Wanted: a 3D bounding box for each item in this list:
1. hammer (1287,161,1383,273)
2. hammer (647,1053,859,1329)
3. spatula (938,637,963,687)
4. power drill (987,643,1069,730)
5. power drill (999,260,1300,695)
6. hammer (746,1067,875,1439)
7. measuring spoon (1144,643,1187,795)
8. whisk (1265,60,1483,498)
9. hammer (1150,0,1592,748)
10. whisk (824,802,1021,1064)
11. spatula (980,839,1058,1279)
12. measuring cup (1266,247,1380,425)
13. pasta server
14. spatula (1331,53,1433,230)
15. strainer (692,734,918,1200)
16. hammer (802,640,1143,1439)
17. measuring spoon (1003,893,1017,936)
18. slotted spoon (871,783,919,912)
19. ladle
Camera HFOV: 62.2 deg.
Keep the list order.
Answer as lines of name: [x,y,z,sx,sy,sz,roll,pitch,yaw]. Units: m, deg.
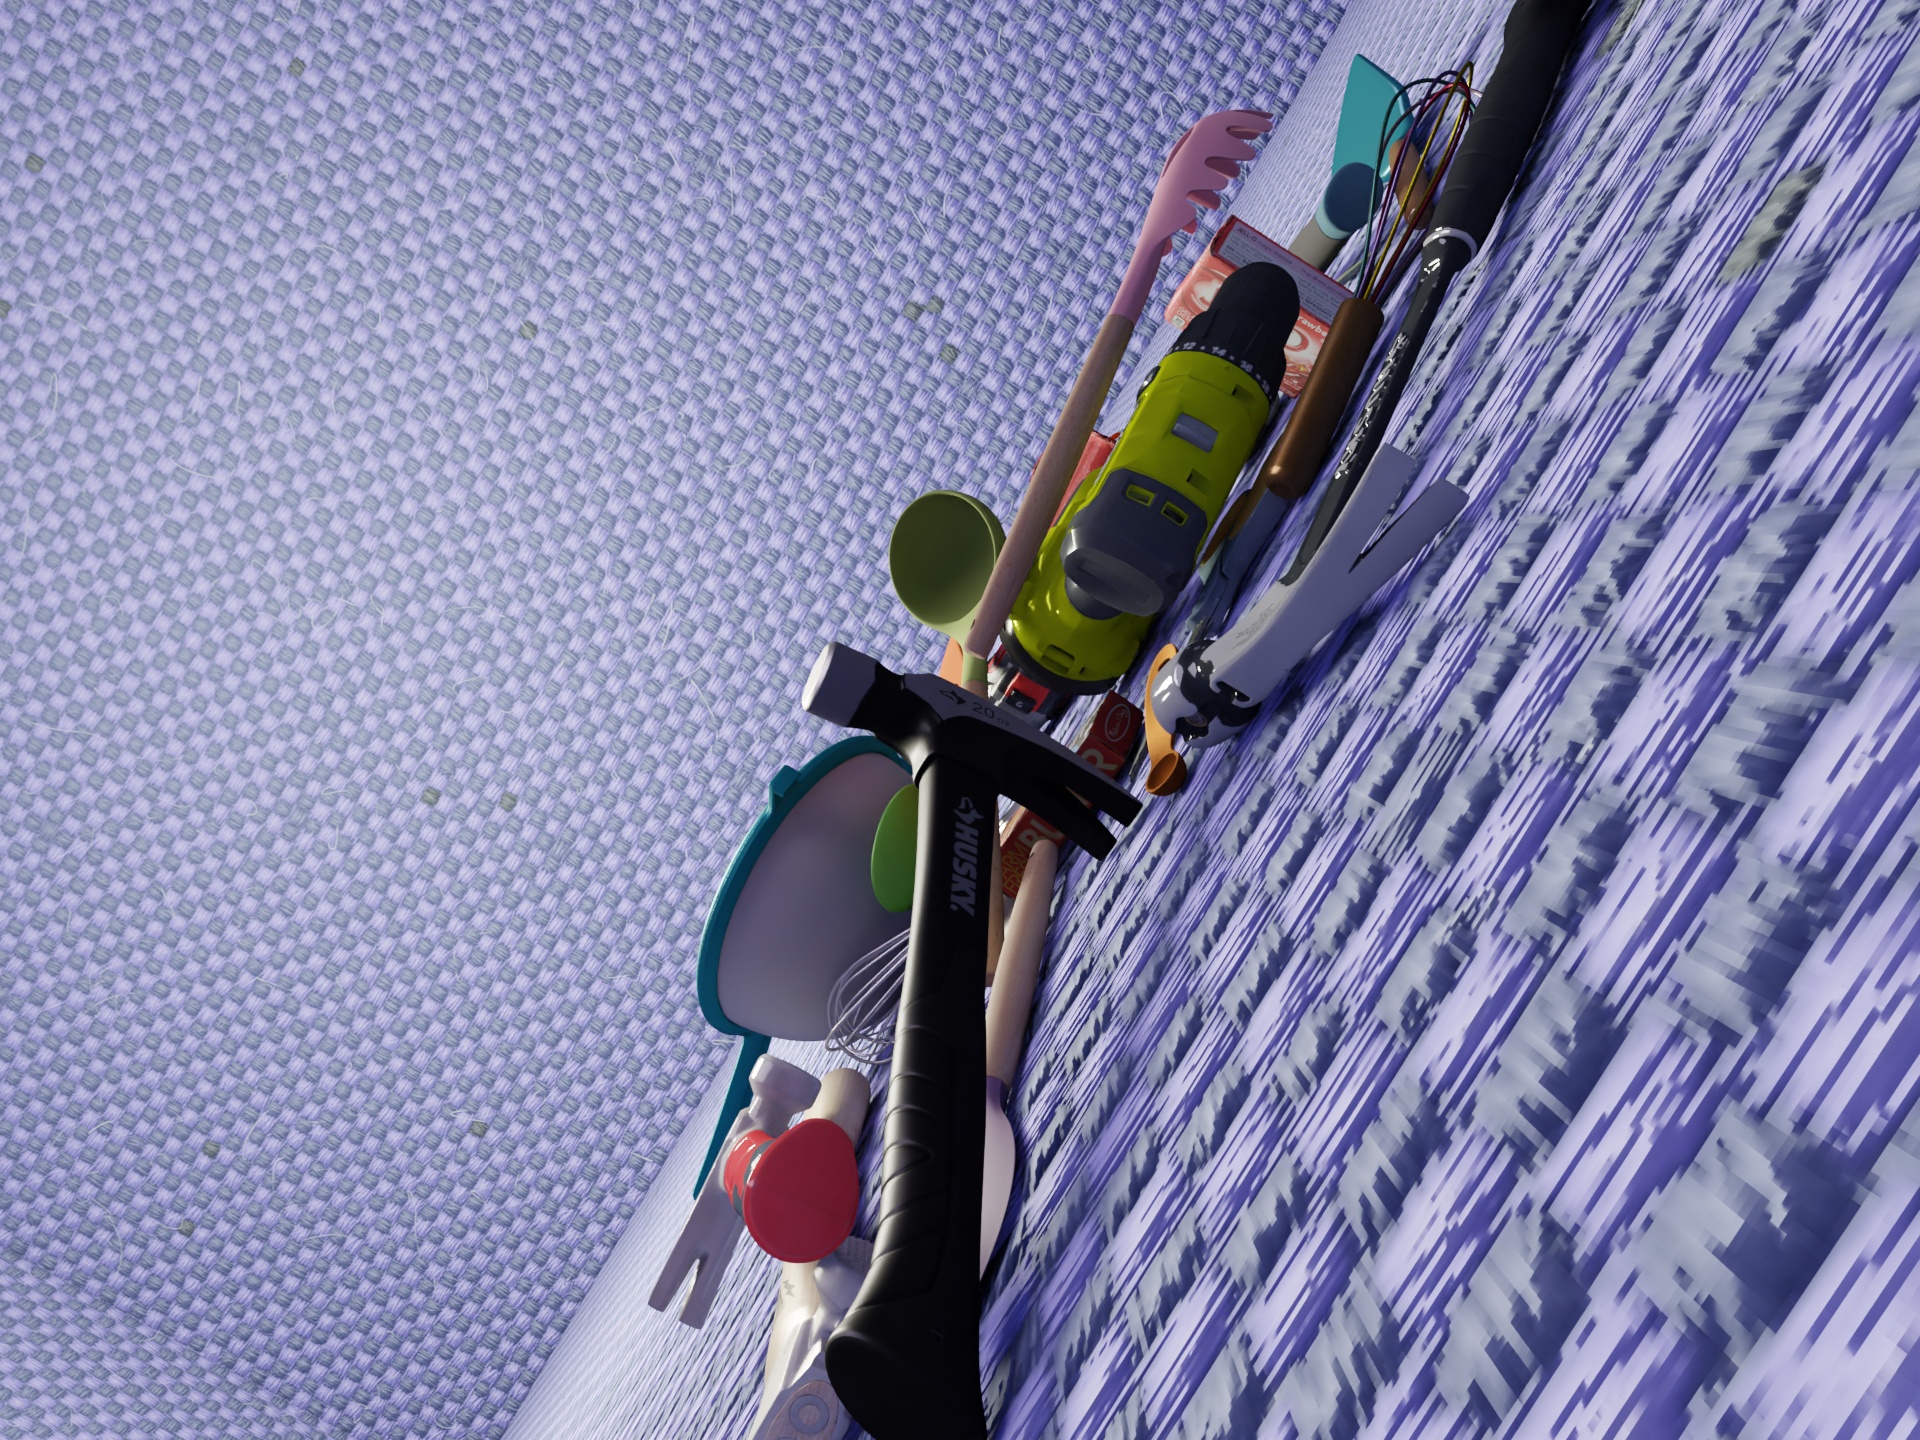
hammer: [0.207,-0.276,1.005,0.128,0.033,0.331,-60,0,-1]
hammer: [-0.091,0.211,0.680,0.143,0.038,0.386,-64,3,-16]
spatula: [-0.009,0.070,0.812,0.323,0.041,0.081,-80,4,-55]
power drill: [0.058,-0.064,1.178,0.187,0.080,0.227,-57,7,36]
power drill: [0.100,-0.119,0.839,0.191,0.080,0.228,-62,0,-19]
hammer: [-0.072,0.247,0.741,0.146,0.038,0.410,-61,3,0]
measuring spoon: [0.087,-0.002,0.663,0.021,0.011,0.117,-47,14,27]
whisk: [0.194,-0.210,0.739,0.245,0.051,0.047,-64,10,-16]
hammer: [0.186,-0.175,0.616,0.409,0.036,0.149,-61,5,-29]
whisk: [-0.005,0.107,0.881,0.059,0.058,0.246,-9,-38,-54]
spatula: [0.017,0.128,0.623,0.059,0.018,0.316,-51,8,25]
measuring cup: [0.185,-0.202,0.918,0.167,0.038,0.083,-41,7,21]
pasta server: [0.076,-0.172,0.792,0.060,0.040,0.316,145,149,-80]
spatula: [0.246,-0.324,0.922,0.318,0.044,0.082,-69,-13,-60]
strainer: [-0.086,0.181,1.016,0.211,0.095,0.340,-9,-59,-65]
hammer: [0.000,0.093,0.546,0.035,0.146,0.335,-58,15,30]
measuring spoon: [0.019,0.105,0.766,0.034,0.018,0.124,-59,4,7]
slotted spoon: [-0.006,0.008,1.012,0.314,0.031,0.070,-73,-29,-54]
ladle: [-0.001,-0.003,0.815,0.078,0.062,0.320,-41,34,32]
